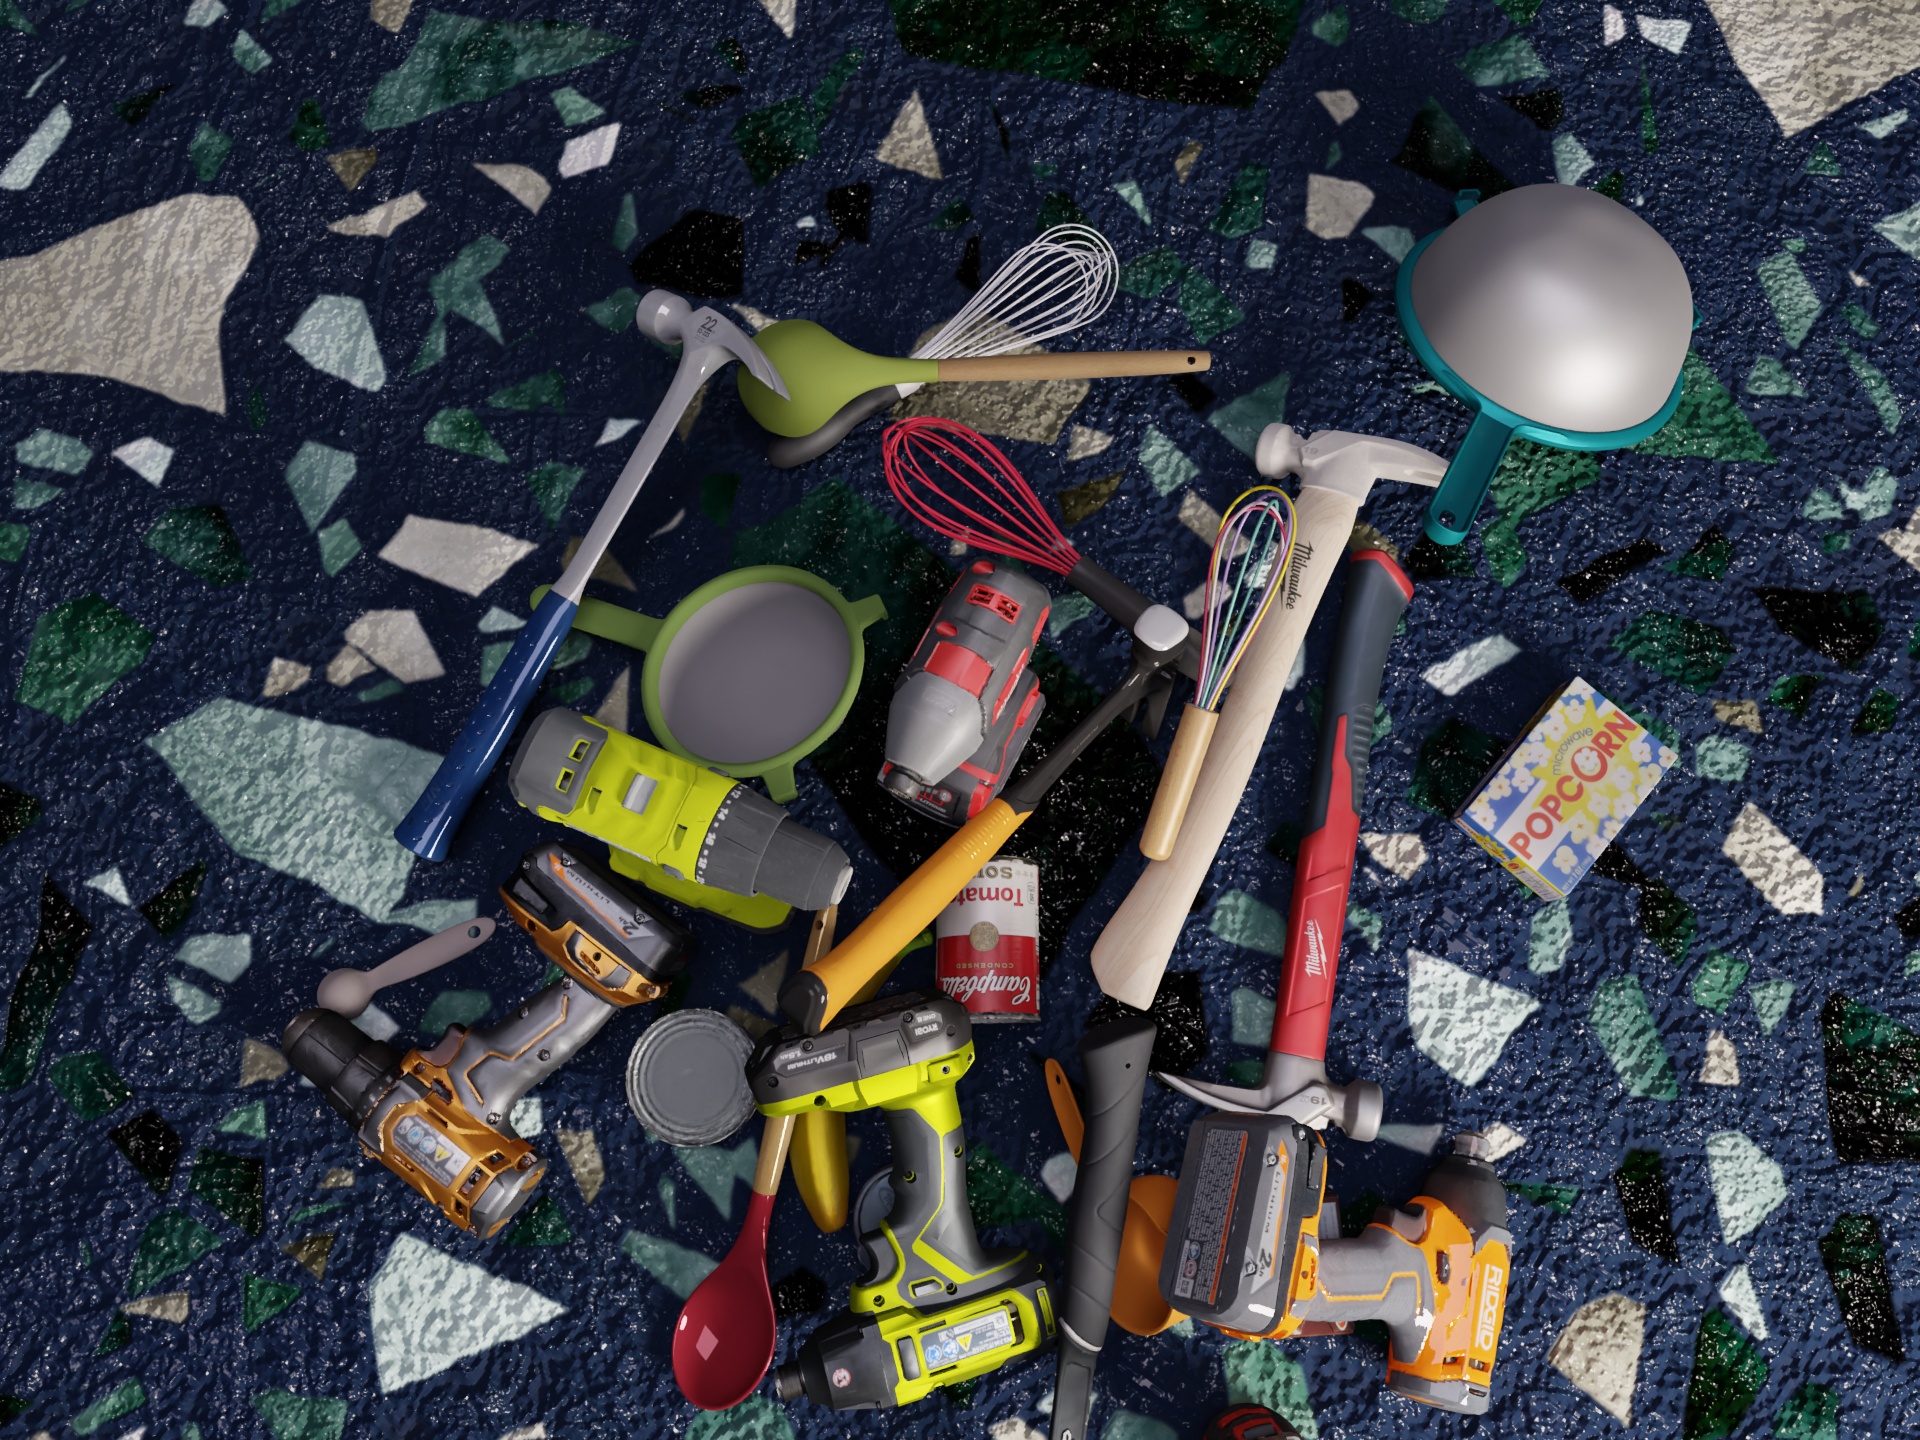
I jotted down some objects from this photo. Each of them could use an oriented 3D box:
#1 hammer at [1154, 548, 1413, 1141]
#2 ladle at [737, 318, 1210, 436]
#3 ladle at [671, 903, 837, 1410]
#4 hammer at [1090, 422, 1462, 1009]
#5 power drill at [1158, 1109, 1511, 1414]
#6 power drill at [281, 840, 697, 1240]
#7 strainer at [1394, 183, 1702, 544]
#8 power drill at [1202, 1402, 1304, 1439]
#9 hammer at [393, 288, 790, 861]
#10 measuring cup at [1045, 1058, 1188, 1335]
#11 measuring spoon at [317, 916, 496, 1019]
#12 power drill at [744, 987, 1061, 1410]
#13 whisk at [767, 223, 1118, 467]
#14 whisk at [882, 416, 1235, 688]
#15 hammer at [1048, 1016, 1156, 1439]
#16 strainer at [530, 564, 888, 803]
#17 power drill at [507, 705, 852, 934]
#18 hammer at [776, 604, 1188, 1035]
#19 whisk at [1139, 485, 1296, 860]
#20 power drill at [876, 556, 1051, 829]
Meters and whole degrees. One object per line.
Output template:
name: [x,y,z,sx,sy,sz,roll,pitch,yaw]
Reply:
hammer: [0.229,0.069,1.051,0.143,0.038,0.386,11,78,4]
ladle: [0.009,-0.237,1.080,0.320,0.062,0.078,-3,95,-6]
ladle: [-0.117,0.266,0.986,0.069,0.031,0.315,12,88,23]
hammer: [0.196,-0.002,1.044,0.146,0.038,0.411,18,80,35]
power drill: [0.236,0.303,0.940,0.226,0.084,0.164,26,69,-25]
power drill: [-0.300,0.183,1.006,0.185,0.084,0.226,36,85,6]
strainer: [0.378,-0.246,1.031,0.211,0.095,0.340,31,56,6]
power drill: [0.197,0.511,0.879,0.080,0.188,0.227,-12,82,-4]
hammer: [-0.252,-0.089,1.045,0.144,0.035,0.405,30,90,36]
measuring cup: [0.104,0.287,0.986,0.052,0.095,0.174,-4,60,-35]
measuring spoon: [-0.364,0.159,1.042,0.124,0.018,0.034,-26,78,-6]
power drill: [-0.046,0.284,0.939,0.171,0.080,0.223,-14,89,-12]
whisk: [-0.013,-0.256,1.118,0.284,0.070,0.070,-32,79,-1]
whisk: [0.062,-0.112,1.066,0.296,0.073,0.073,38,80,13]
hammer: [0.072,0.373,0.915,0.149,0.036,0.409,6,94,-18]
strainer: [-0.175,-0.038,1.071,0.256,0.069,0.151,18,72,22]
power drill: [-0.150,0.071,0.953,0.190,0.228,0.080,23,79,5]
hammer: [0.018,0.067,0.964,0.034,0.127,0.337,39,65,18]
whisk: [0.157,-0.029,1.003,0.047,0.051,0.245,19,98,8]
power drill: [-0.002,-0.003,0.974,0.078,0.219,0.143,27,79,6]
